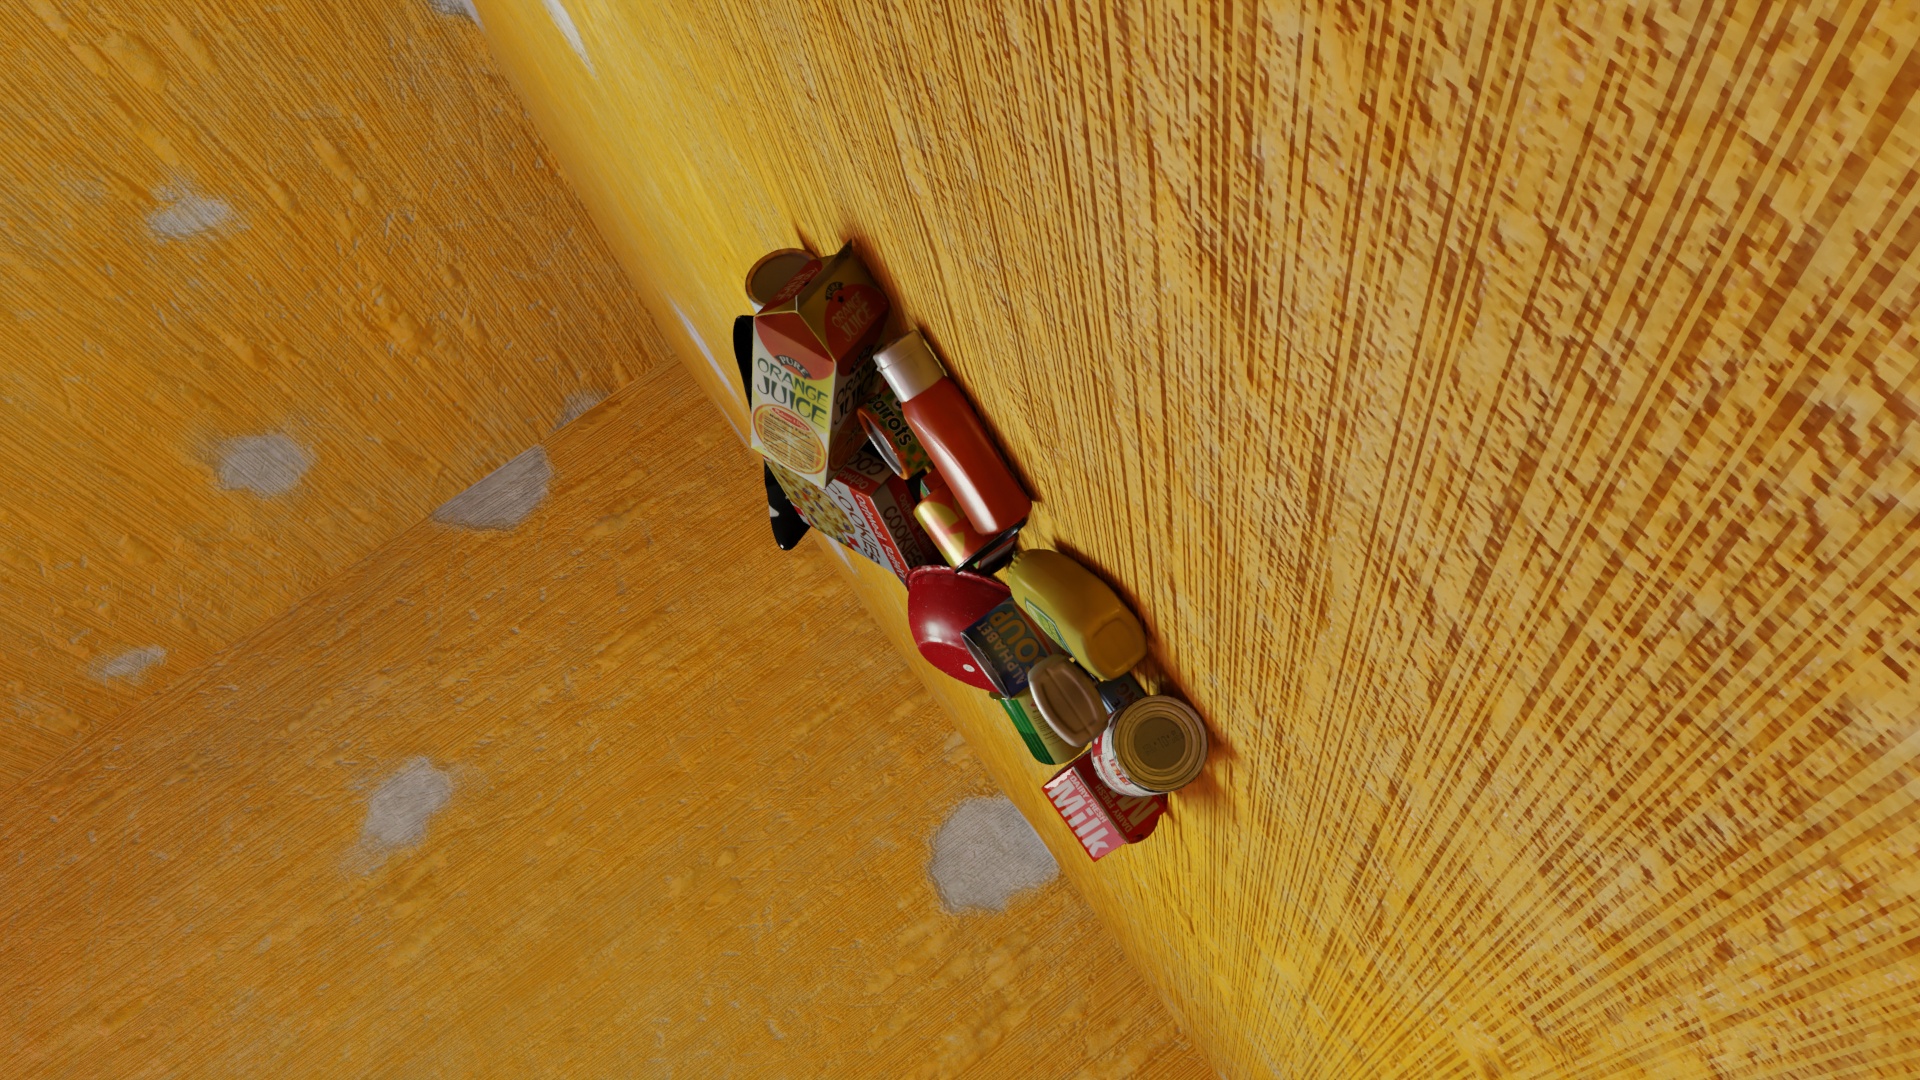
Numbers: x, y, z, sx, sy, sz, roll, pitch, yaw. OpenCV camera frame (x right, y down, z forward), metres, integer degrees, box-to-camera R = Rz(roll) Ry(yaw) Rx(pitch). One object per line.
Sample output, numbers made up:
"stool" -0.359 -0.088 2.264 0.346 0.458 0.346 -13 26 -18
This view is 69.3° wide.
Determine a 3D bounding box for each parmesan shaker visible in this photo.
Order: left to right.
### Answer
"parmesan shaker" 0.077 0.165 1.361 0.071 0.071 0.102 43 166 55

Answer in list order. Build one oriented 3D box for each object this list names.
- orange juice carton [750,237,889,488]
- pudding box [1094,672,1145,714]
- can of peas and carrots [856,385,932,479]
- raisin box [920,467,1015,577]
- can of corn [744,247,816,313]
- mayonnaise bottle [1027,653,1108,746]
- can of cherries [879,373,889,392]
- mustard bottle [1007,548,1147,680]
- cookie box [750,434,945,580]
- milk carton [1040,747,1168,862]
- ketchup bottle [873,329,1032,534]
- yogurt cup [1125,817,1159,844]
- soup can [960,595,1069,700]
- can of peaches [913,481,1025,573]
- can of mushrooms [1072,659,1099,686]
"orange juice carton" -0.105 -0.132 1.023 0.073 0.072 0.191 29 146 12
"pudding box" 0.136 0.141 1.070 0.084 0.030 0.049 53 173 11
"can of peas and carrots" -0.036 -0.088 1.030 0.071 0.059 0.070 53 171 12
"raisin box" 0.004 -0.015 1.169 0.086 0.040 0.123 54 171 9
"can of corn" -0.138 -0.201 1.148 0.071 0.071 0.058 50 170 30
"mayonnaise bottle" 0.077 0.111 1.003 0.065 0.041 0.148 56 -179 4
"can of cherries" -0.091 -0.135 1.146 0.071 0.071 0.058 50 170 28
"mustard bottle" 0.071 0.041 0.972 0.065 0.049 0.160 57 172 -30
"cookie box" -0.100 -0.039 1.240 0.168 0.040 0.122 27 155 39
"milk carton" 0.119 0.204 1.127 0.072 0.073 0.190 54 -175 8
"ketchup bottle" -0.007 -0.075 0.969 0.148 0.043 0.065 57 171 -13
"yogurt cup" 0.152 0.250 1.306 0.072 0.072 0.053 46 176 47
"soup can" 0.053 0.074 1.088 0.071 0.084 0.071 53 171 12
"can of peaches" 0.007 -0.018 1.048 0.058 0.071 0.071 54 172 7
"can of mushrooms" 0.107 0.139 1.219 0.071 0.033 0.071 54 173 11
